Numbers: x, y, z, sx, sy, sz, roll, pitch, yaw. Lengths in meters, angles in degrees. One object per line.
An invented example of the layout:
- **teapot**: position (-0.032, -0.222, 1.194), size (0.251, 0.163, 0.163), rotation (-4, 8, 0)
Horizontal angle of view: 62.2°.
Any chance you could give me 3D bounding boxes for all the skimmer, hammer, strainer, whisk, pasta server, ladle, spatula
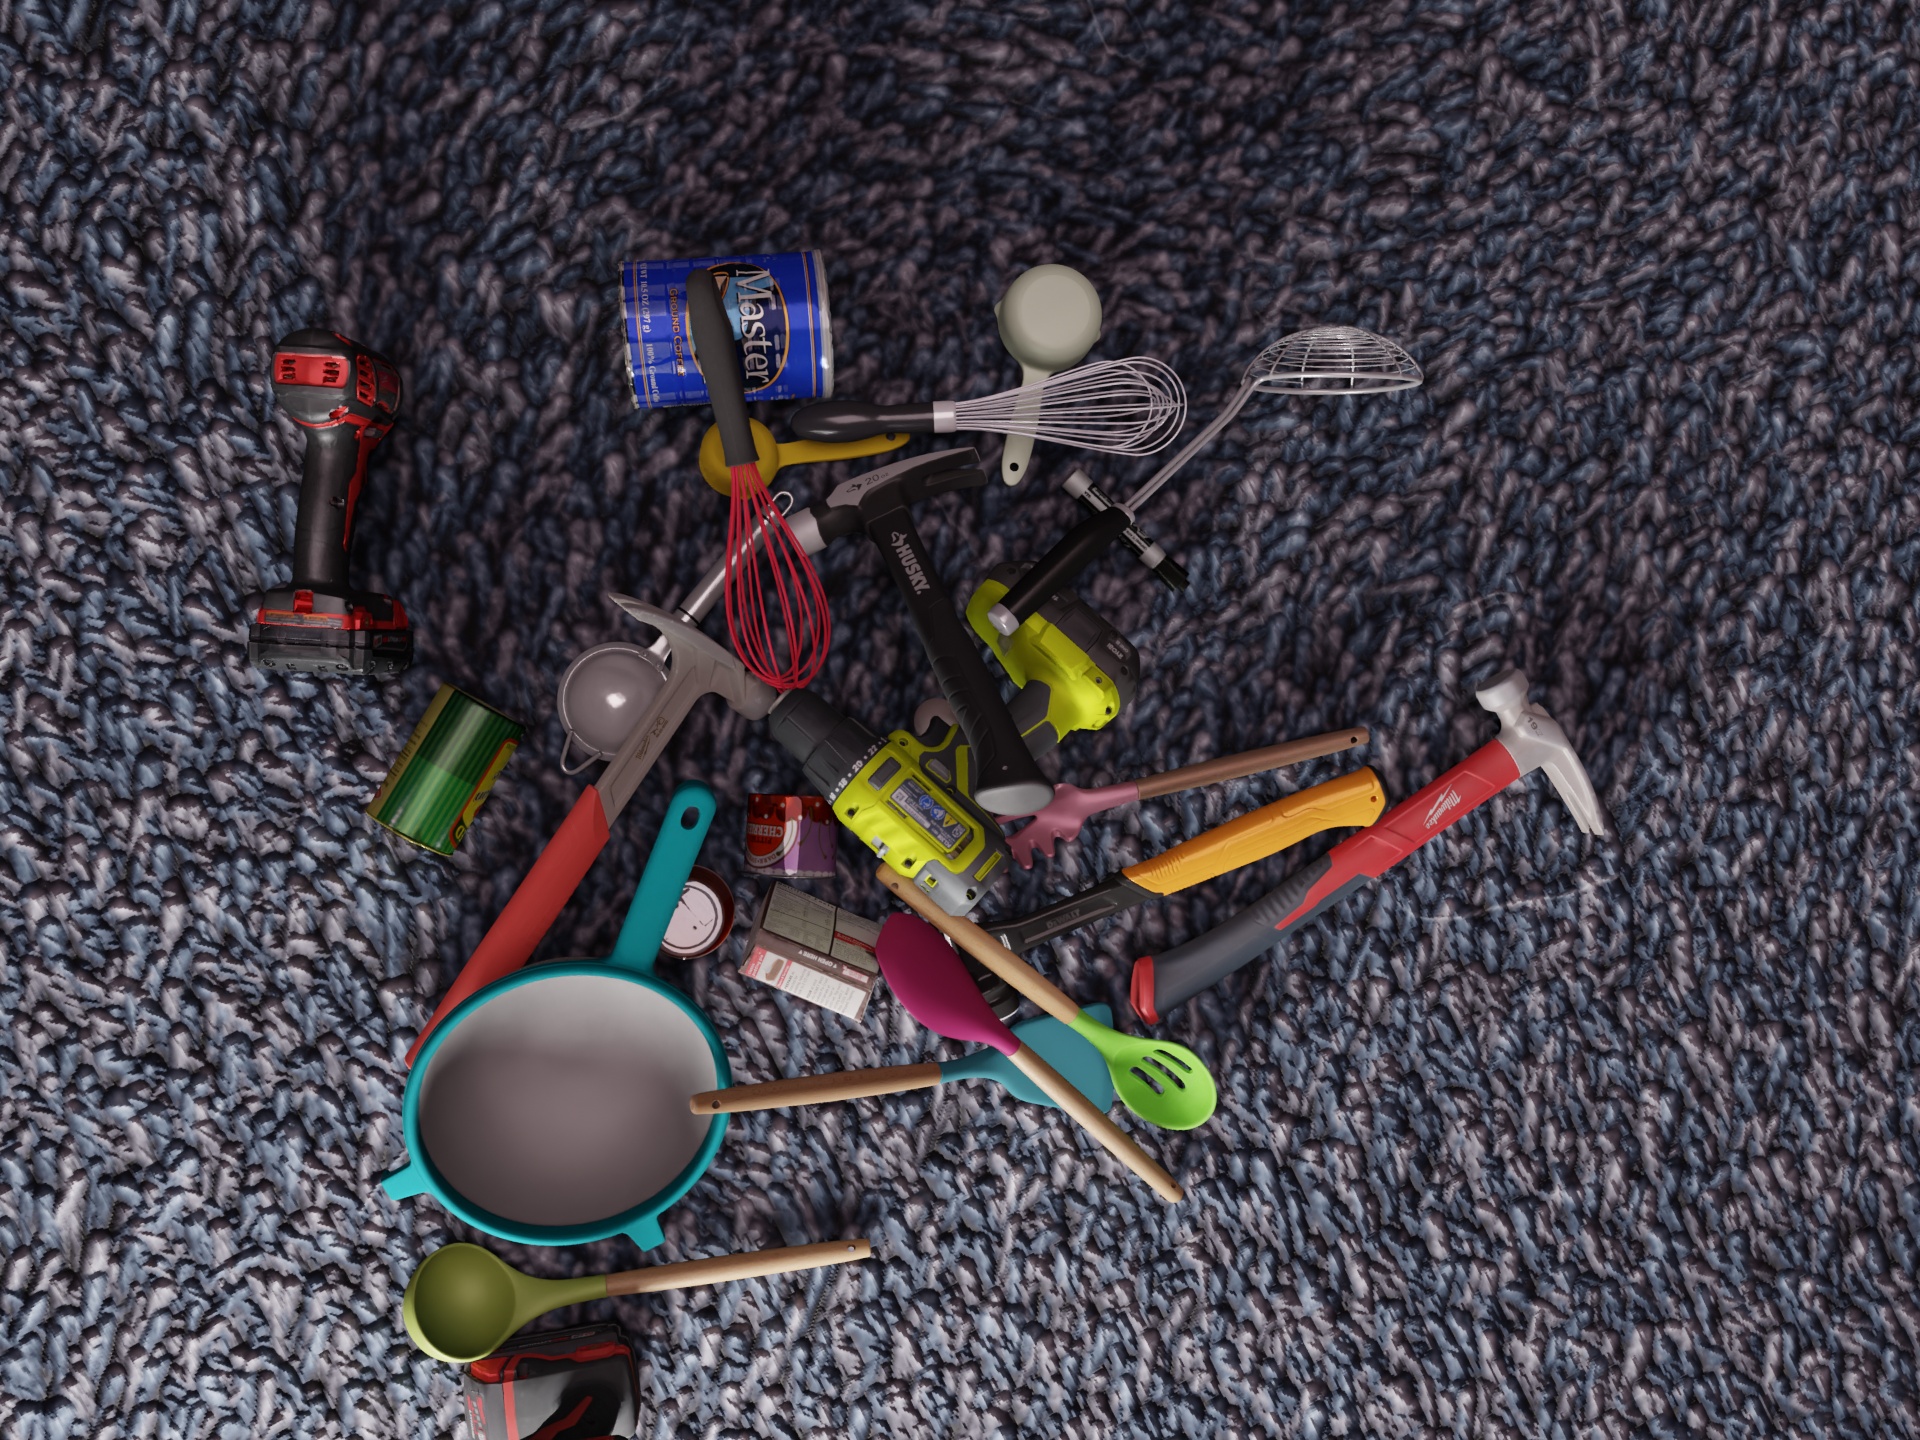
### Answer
- **skimmer**: position (0.174, -0.162, 1.126), size (0.363, 0.127, 0.090), rotation (-42, 109, -12)
- **hammer**: position (-0.008, -0.064, 1.050), size (0.146, 0.035, 0.335), rotation (-25, 47, 0)
- **strainer**: position (-0.204, -0.067, 1.138), size (0.087, 0.050, 0.258), rotation (38, 81, 1)
- **whisk**: position (-0.143, -0.155, 1.076), size (0.073, 0.073, 0.295), rotation (-13, 105, -7)
- **hammer**: position (0.299, 0.122, 1.192), size (0.386, 0.038, 0.143), rotation (-33, 94, -7)
- **pasta server**: position (0.158, 0.048, 1.178), size (0.316, 0.040, 0.060), rotation (-13, 107, -9)
- **whisk**: position (0.021, -0.218, 1.140), size (0.284, 0.070, 0.070), rotation (-3, 88, -1)
- **hammer**: position (0.148, 0.101, 1.143), size (0.337, 0.034, 0.127), rotation (-22, 111, -2)
- **ladle**: position (-0.220, 0.388, 1.109), size (0.320, 0.062, 0.078), rotation (-5, 62, -10)
- **hammer**: position (-0.276, 0.090, 1.096), size (0.149, 0.037, 0.359), rotation (35, 89, -44)
- **strainer**: position (-0.241, 0.183, 1.070), size (0.211, 0.095, 0.340), rotation (19, 101, -21)
- **spatula**: position (-0.034, 0.250, 1.113), size (0.317, 0.044, 0.082), rotation (-1, 91, -30)

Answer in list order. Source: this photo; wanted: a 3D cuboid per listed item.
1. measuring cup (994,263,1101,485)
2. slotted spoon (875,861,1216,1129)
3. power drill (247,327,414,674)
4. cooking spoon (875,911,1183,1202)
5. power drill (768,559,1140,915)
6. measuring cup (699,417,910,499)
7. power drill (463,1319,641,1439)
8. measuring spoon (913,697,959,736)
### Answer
- **measuring cup**: position (0.057, -0.257, 1.176), size (0.083, 0.038, 0.167), rotation (14, 85, -6)
- **slotted spoon**: position (0.062, 0.193, 1.127), size (0.313, 0.031, 0.070), rotation (39, 115, -18)
- **power drill**: position (-0.415, -0.144, 1.069), size (0.078, 0.143, 0.219), rotation (4, 94, -3)
- **cooking spoon**: position (0.055, 0.246, 1.126), size (0.318, 0.017, 0.069), rotation (45, 44, -19)
- **power drill**: position (-0.002, -0.004, 1.104), size (0.190, 0.080, 0.228), rotation (42, 65, 4)
- **measuring cup**: position (-0.112, -0.201, 1.155), size (0.156, 0.029, 0.062), rotation (-11, 77, -10)
- **power drill**: position (-0.294, 0.467, 1.009), size (0.188, 0.227, 0.080), rotation (-8, 89, -8)
- **measuring spoon**: position (-0.006, 0.044, 1.167), size (0.034, 0.018, 0.124), rotation (-13, 90, -8)
